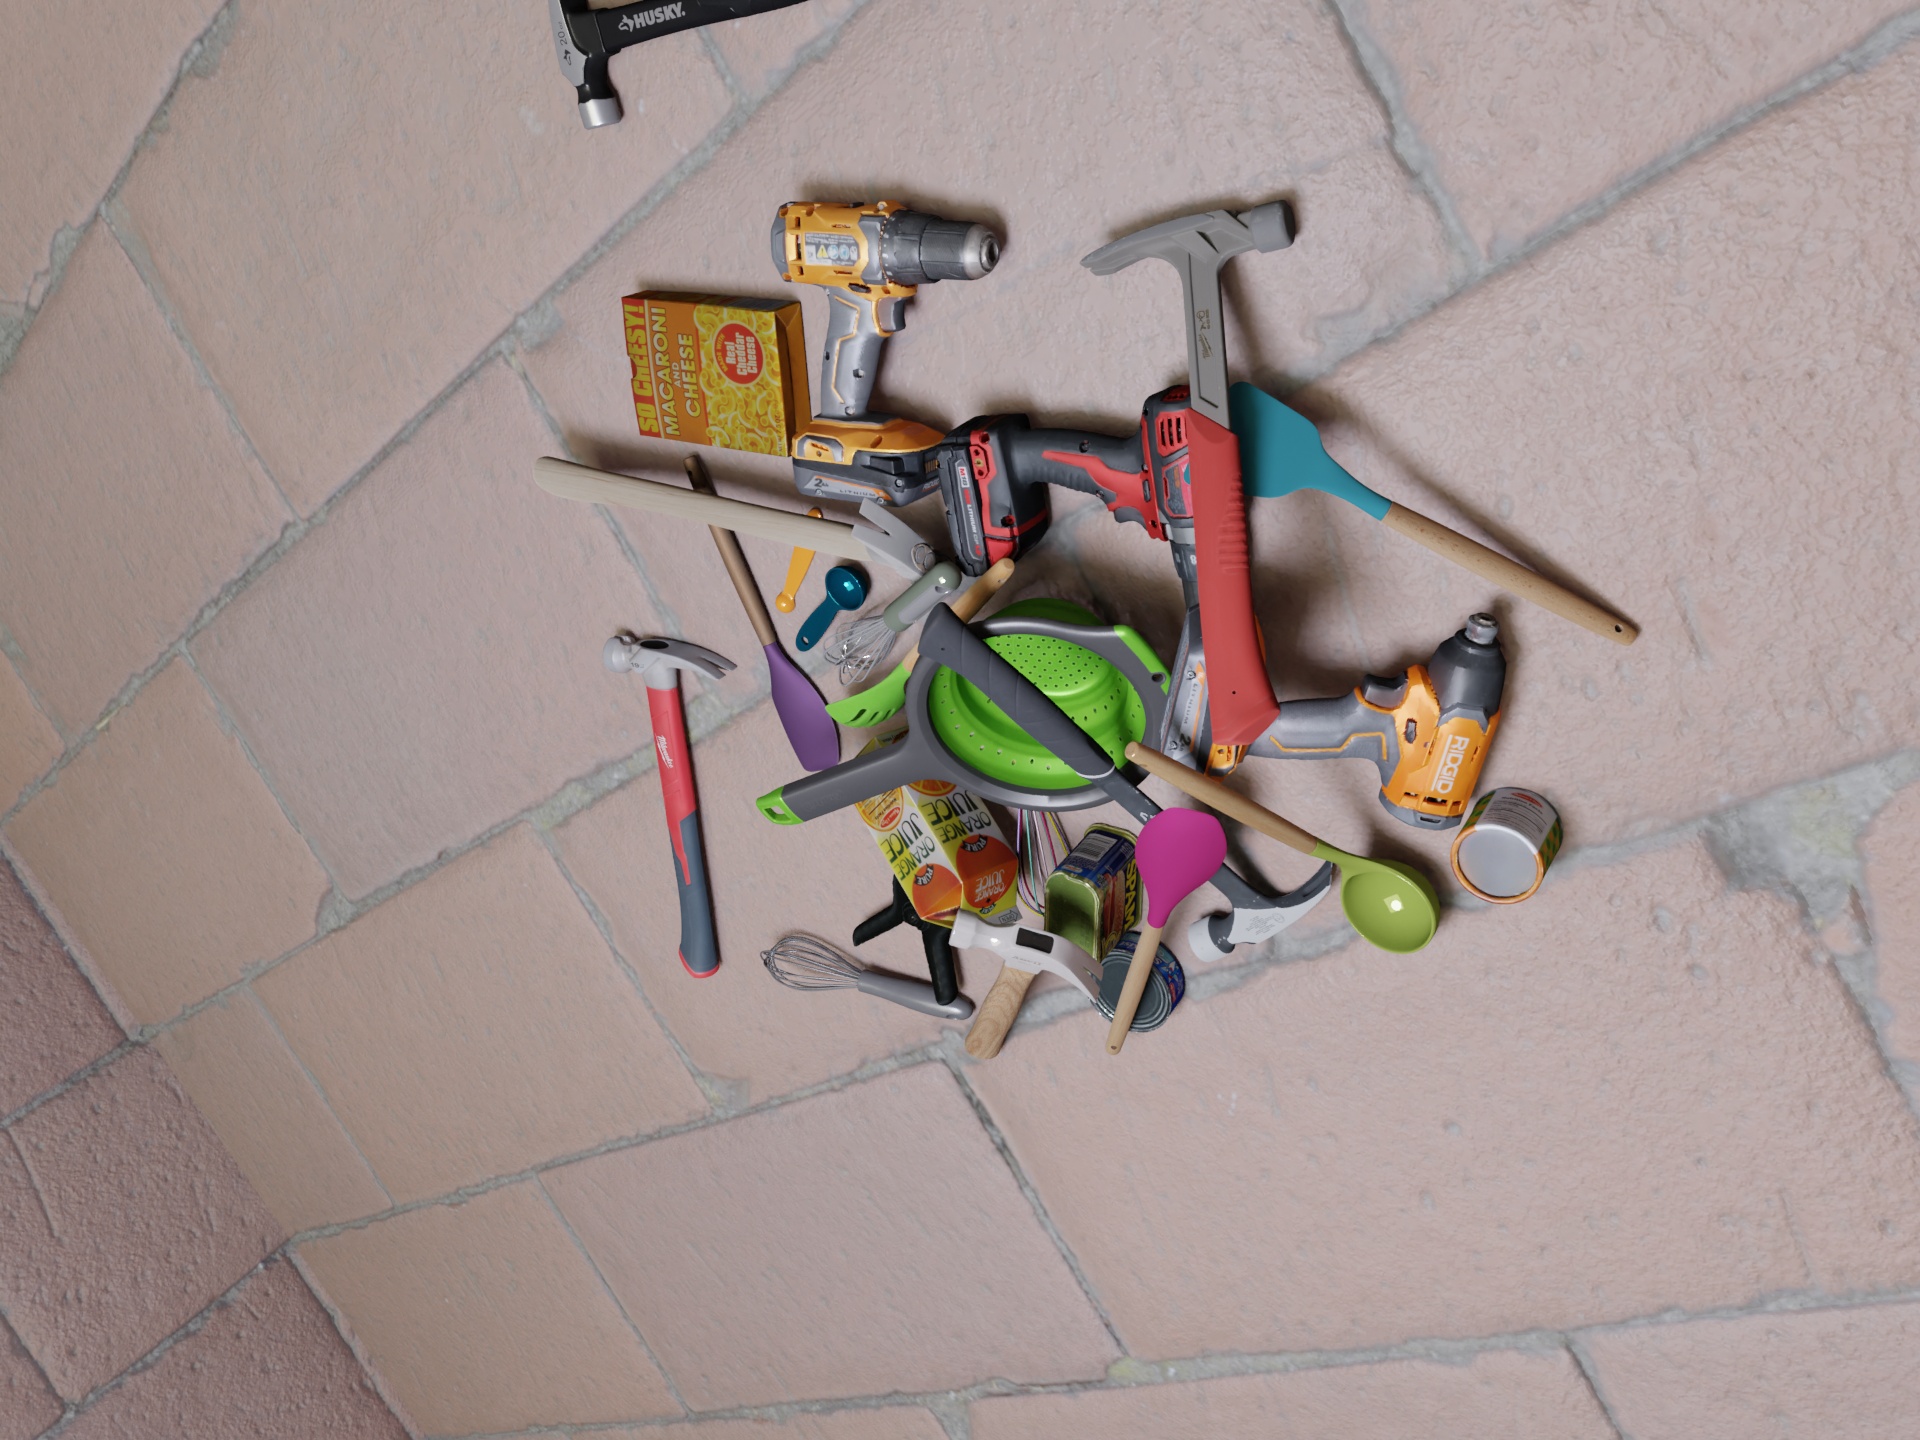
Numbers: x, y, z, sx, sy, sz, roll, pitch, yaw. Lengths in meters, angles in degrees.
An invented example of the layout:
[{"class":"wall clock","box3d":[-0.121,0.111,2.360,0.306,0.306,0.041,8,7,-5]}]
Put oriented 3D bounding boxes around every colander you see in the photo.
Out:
[{"class":"colander","box3d":[-0.002,-0.004,1.298,0.397,0.095,0.204,-20,125,29]}]

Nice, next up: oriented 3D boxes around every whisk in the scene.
[{"class":"whisk","box3d":[-0.057,-0.082,1.321,0.057,0.059,0.246,14,160,-21]},{"class":"whisk","box3d":[0.055,0.062,1.372,0.047,0.051,0.245,2,113,40]},{"class":"whisk","box3d":[-0.095,0.262,1.583,0.239,0.055,0.055,11,121,24]}]

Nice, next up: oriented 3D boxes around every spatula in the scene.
[{"class":"spatula","box3d":[-0.184,-0.095,1.463,0.060,0.018,0.315,-12,108,35]},{"class":"spatula","box3d":[0.308,-0.129,1.072,0.317,0.044,0.082,28,85,2]}]

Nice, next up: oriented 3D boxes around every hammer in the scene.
[{"class":"hammer","box3d":[-0.272,0.101,1.618,0.143,0.038,0.386,11,121,27]},{"class":"hammer","box3d":[0.041,0.245,1.396,0.130,0.031,0.331,15,154,1]},{"class":"hammer","box3d":[-0.183,-0.550,1.201,0.335,0.035,0.146,3,117,33]},{"class":"hammer","box3d":[0.121,0.046,1.223,0.408,0.036,0.149,40,131,-23]},{"class":"hammer","box3d":[0.162,-0.162,1.067,0.149,0.036,0.359,-7,82,30]},{"class":"hammer","box3d":[-0.210,-0.182,1.355,0.411,0.146,0.038,15,83,27]}]

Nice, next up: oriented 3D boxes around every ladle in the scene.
[{"class":"ladle","box3d":[0.234,0.092,1.148,0.320,0.062,0.078,27,153,-31]}]

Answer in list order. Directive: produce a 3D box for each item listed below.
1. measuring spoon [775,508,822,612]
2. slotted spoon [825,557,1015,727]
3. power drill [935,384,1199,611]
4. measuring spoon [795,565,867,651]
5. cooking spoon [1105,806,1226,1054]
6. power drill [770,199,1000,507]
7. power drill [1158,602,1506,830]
[{"class":"measuring spoon","box3d":[-0.145,-0.140,1.415,0.021,0.011,0.116,36,130,13]},{"class":"slotted spoon","box3d":[-0.032,-0.056,1.310,0.313,0.070,0.031,-42,56,55]},{"class":"power drill","box3d":[0.107,-0.152,1.197,0.227,0.080,0.187,2,116,31]},{"class":"measuring spoon","box3d":[-0.116,-0.099,1.420,0.042,0.021,0.128,47,140,2]},{"class":"cooking spoon","box3d":[0.156,0.181,1.306,0.069,0.017,0.318,14,134,4]},{"class":"power drill","box3d":[-0.054,-0.285,1.233,0.185,0.084,0.226,11,116,28]},{"class":"power drill","box3d":[0.265,-0.017,1.122,0.226,0.084,0.164,10,122,1]}]
